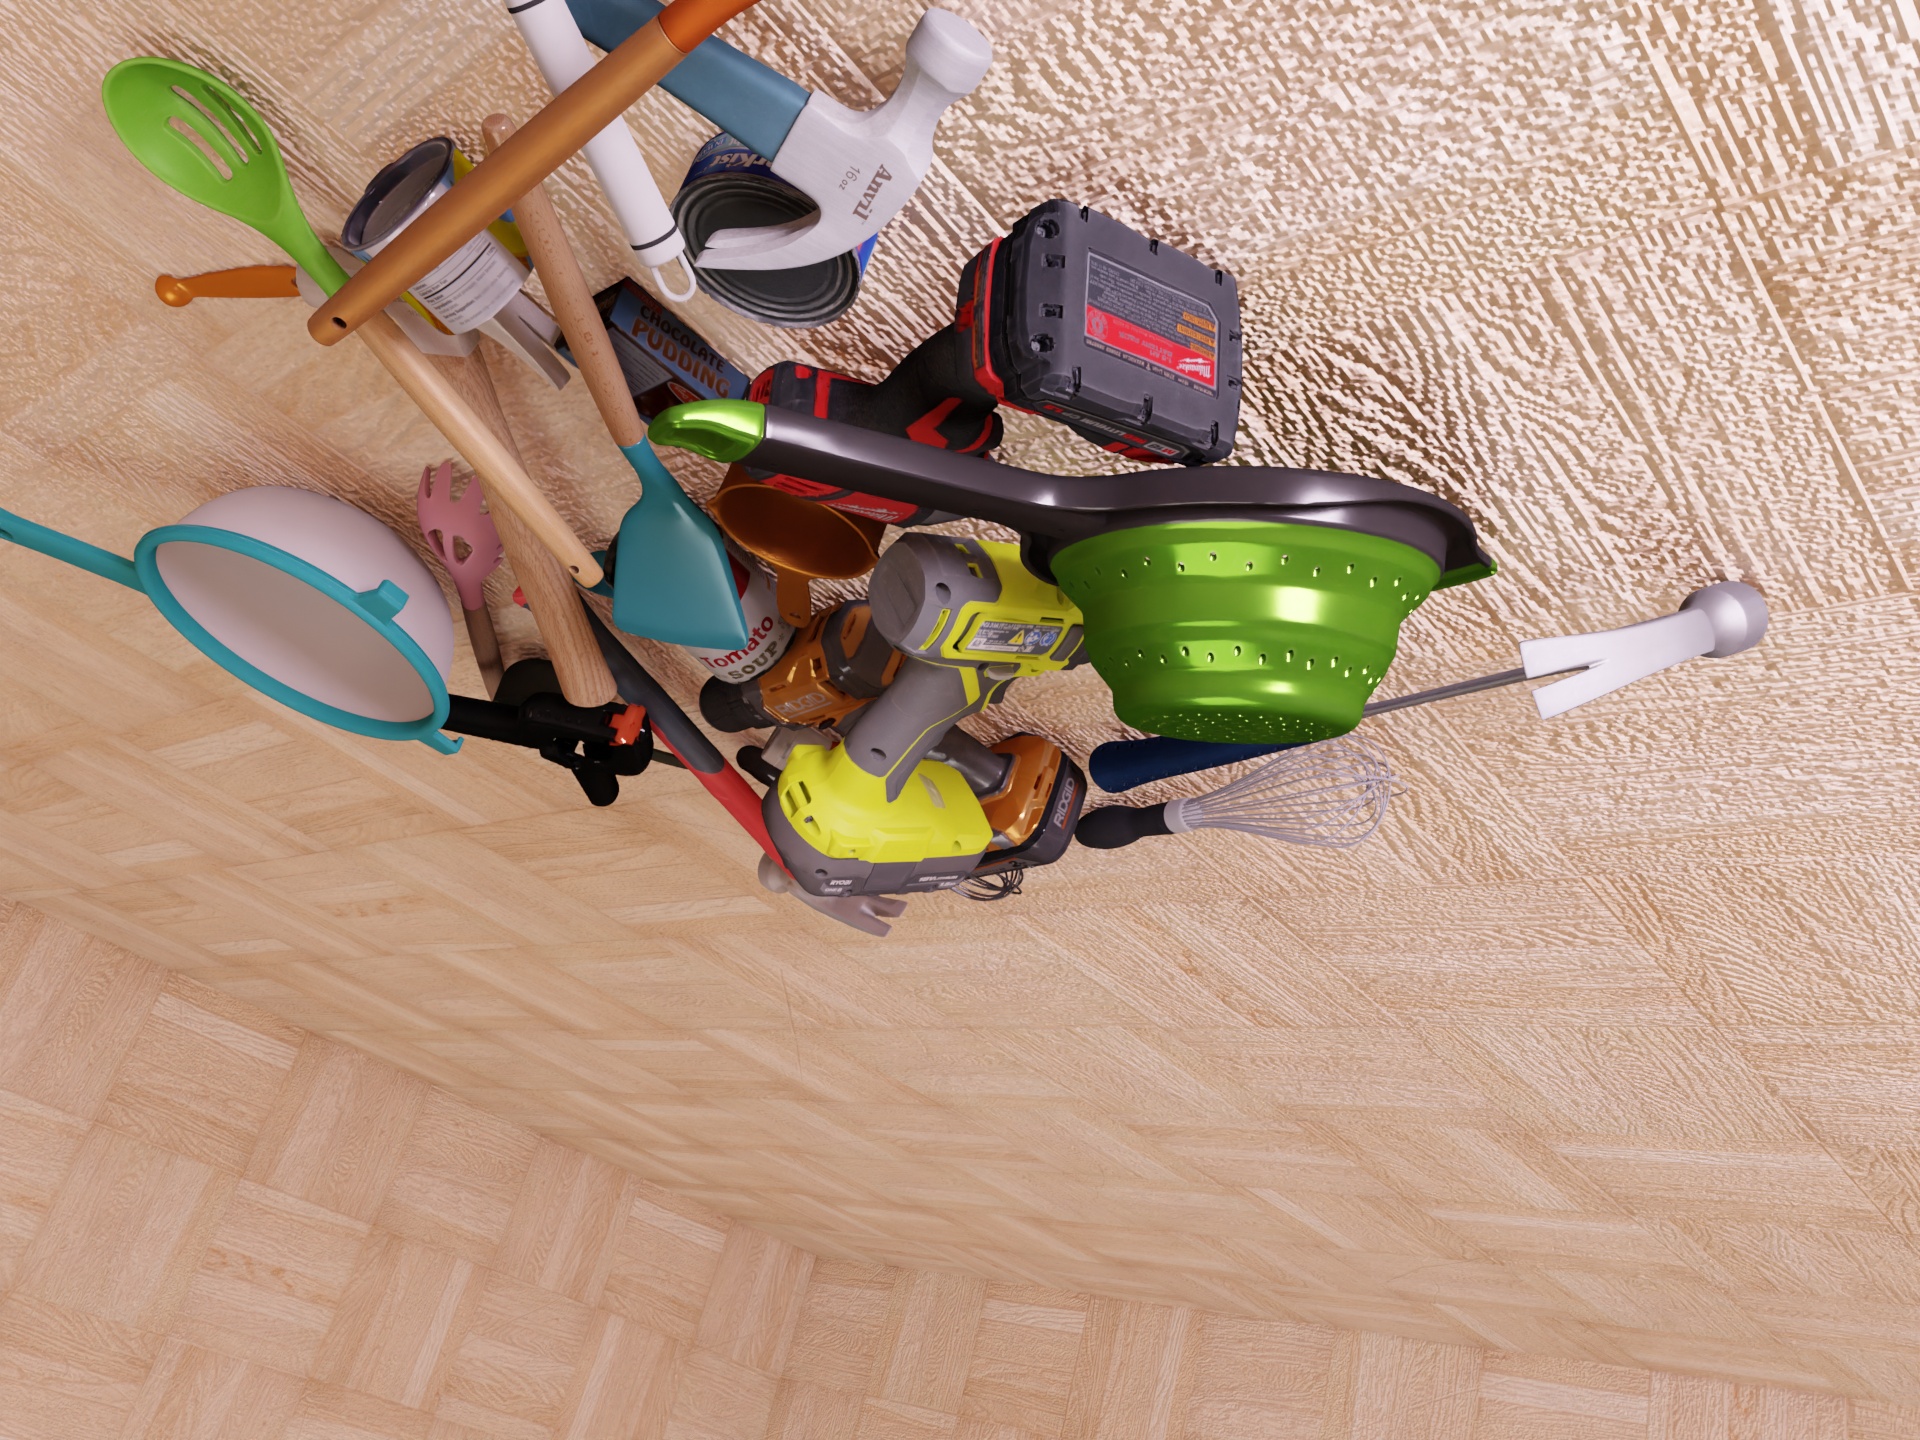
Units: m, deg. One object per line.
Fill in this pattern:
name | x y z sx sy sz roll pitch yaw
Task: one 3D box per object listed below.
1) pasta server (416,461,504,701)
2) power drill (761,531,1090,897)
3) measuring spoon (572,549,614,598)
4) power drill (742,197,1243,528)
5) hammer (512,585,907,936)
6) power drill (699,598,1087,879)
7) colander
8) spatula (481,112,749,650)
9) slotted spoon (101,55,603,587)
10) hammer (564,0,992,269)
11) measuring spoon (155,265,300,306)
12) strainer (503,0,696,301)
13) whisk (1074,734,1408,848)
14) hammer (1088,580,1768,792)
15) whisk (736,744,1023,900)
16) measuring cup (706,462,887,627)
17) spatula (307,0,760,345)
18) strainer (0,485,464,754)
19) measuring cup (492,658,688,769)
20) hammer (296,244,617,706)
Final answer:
pasta server | -0.325 -0.077 1.079 0.060 0.040 0.316 18 157 -3
power drill | -0.001 -0.003 0.871 0.171 0.080 0.223 2 136 -37
measuring spoon | -0.196 -0.077 1.019 0.042 0.021 0.128 -3 156 32
power drill | 0.013 -0.137 0.701 0.143 0.078 0.220 12 165 -36
hammer | -0.175 0.028 1.118 0.143 0.038 0.385 17 153 41
power drill | -0.052 0.017 1.042 0.226 0.084 0.185 38 147 -28
colander | 0.056 -0.052 0.683 0.396 0.094 0.204 9 170 -29
spatula | -0.169 -0.146 0.763 0.082 0.044 0.317 10 149 15
slotted spoon | -0.279 -0.183 0.772 0.070 0.031 0.313 -20 123 31
hammer | -0.160 -0.277 0.568 0.331 0.033 0.128 29 126 -14
measuring spoon | -0.381 -0.227 0.838 0.117 0.011 0.021 4 150 24
strainer | -0.150 -0.256 0.538 0.087 0.050 0.258 -22 126 5
whisk | 0.165 0.057 1.024 0.070 0.070 0.284 32 154 -27
hammer | 0.203 -0.003 0.852 0.144 0.035 0.405 -15 179 -35
whisk | -0.059 0.076 1.191 0.239 0.055 0.055 26 152 -8
measuring cup | -0.082 -0.103 0.863 0.095 0.052 0.173 19 160 1
spatula | -0.112 -0.220 0.535 0.322 0.041 0.081 -28 131 25
strainer | -0.470 -0.105 1.038 0.340 0.095 0.210 20 150 7
measuring cup | -0.260 -0.002 1.174 0.167 0.038 0.083 21 155 -27
hammer | -0.248 -0.119 0.894 0.130 0.031 0.331 9 143 13
